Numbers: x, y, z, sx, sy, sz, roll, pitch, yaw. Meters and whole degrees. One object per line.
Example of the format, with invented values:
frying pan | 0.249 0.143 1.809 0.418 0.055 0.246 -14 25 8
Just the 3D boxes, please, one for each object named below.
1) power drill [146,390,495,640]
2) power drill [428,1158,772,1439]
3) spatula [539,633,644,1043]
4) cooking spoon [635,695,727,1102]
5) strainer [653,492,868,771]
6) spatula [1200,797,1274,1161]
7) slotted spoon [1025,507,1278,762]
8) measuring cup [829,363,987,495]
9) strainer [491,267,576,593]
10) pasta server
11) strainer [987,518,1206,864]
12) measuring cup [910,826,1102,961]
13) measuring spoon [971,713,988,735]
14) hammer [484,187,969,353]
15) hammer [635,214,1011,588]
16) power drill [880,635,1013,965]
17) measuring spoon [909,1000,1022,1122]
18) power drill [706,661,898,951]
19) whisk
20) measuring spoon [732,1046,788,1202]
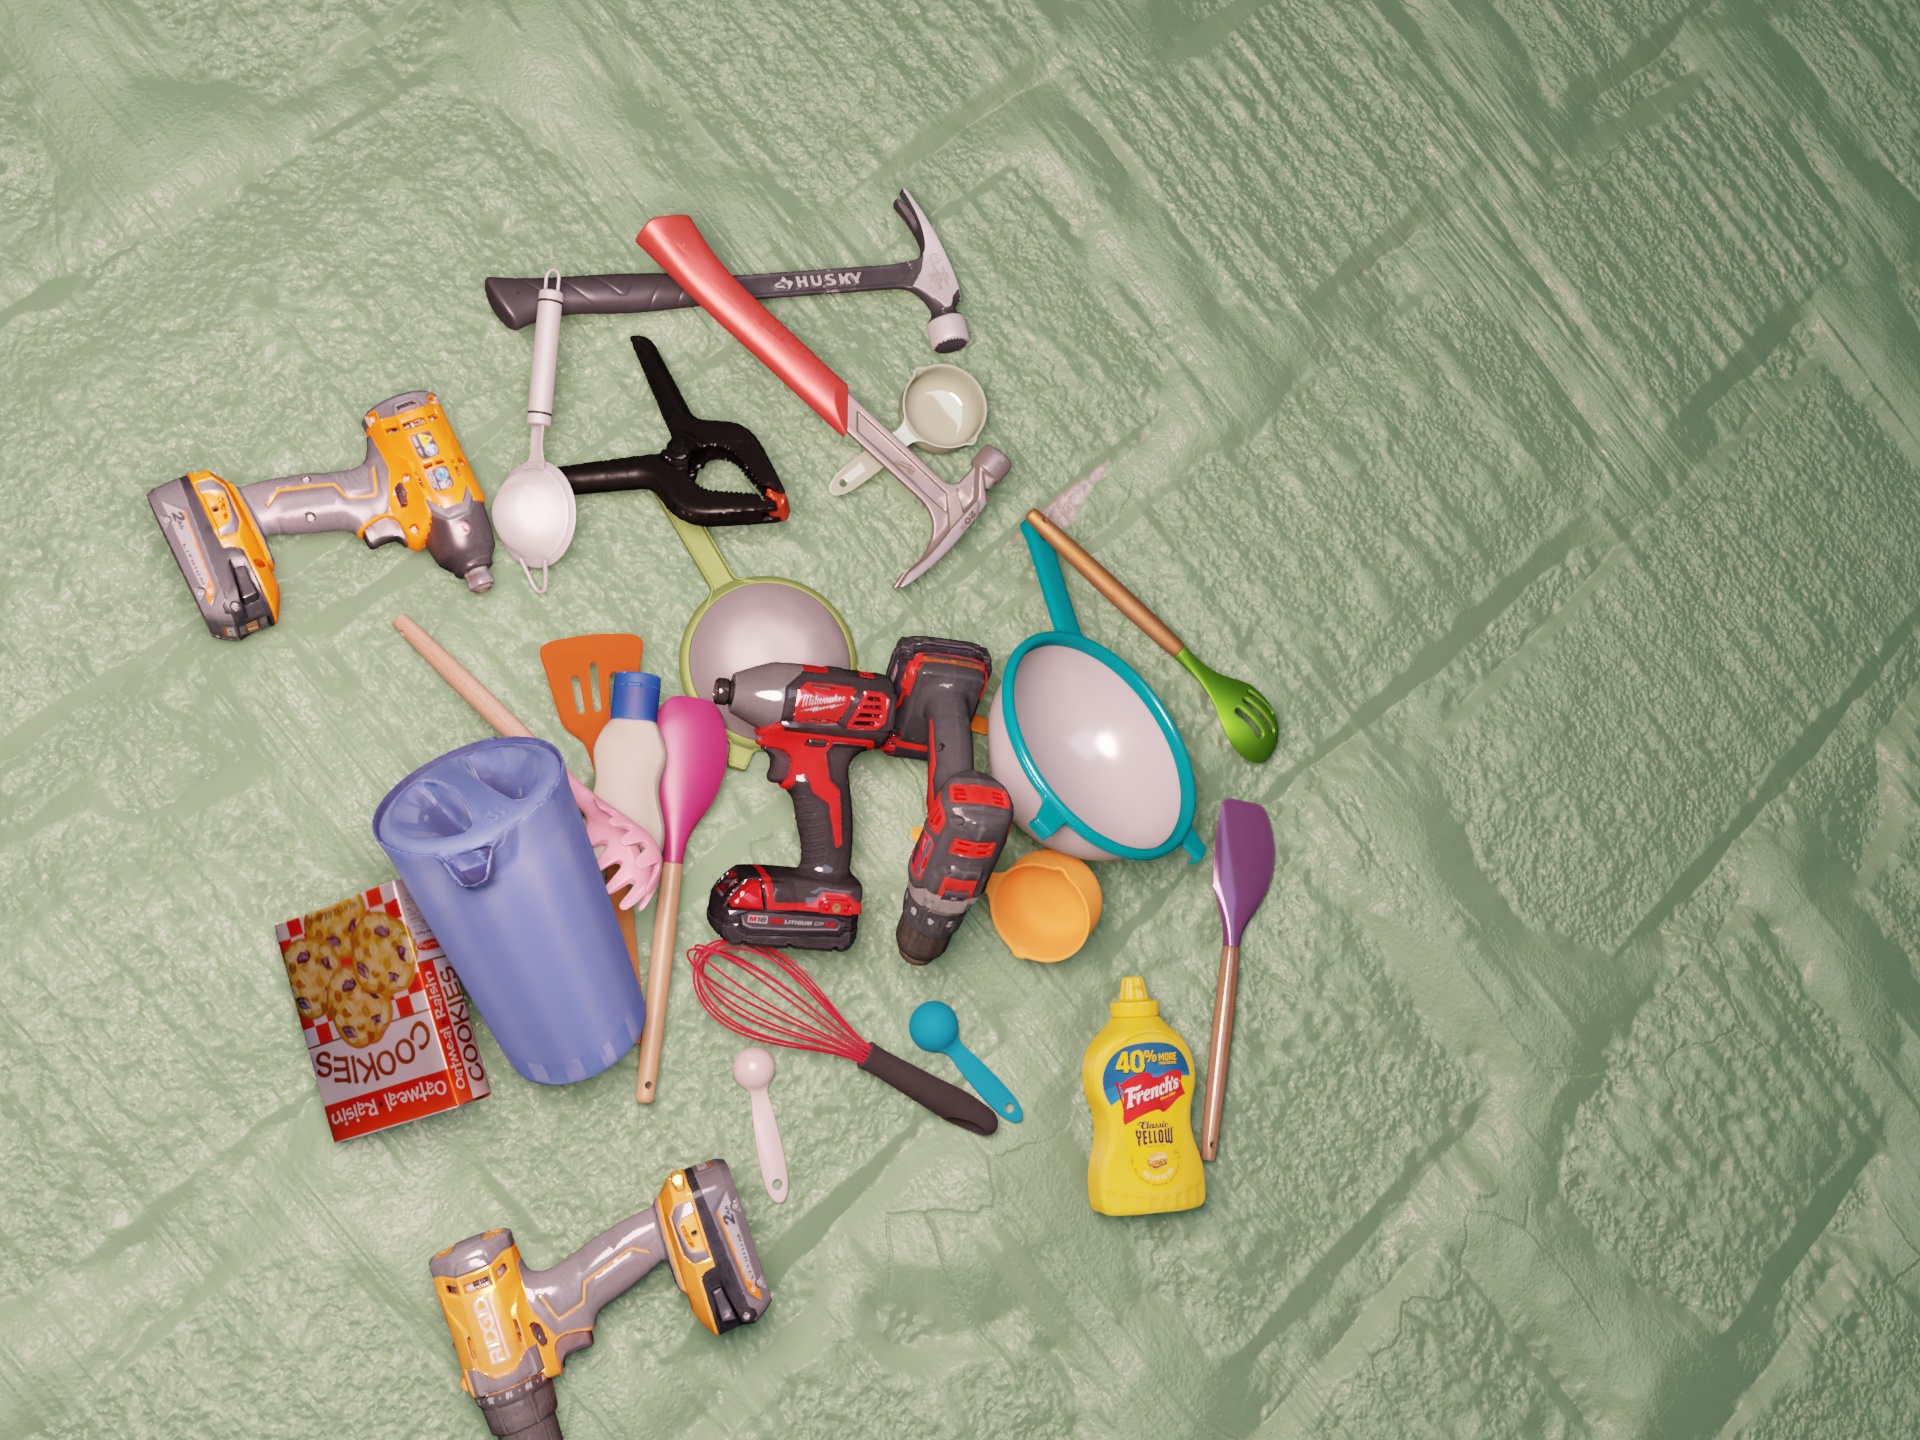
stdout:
power drill | -0.477 -0.144 1.222 0.226 0.084 0.164 -26 88 -23
power drill | -0.257 0.443 1.177 0.226 0.084 0.185 -18 86 -15
spatula | -0.274 0.093 1.256 0.081 0.041 0.323 -6 83 -18
cooking spoon | -0.229 0.138 1.251 0.068 0.017 0.319 9 81 -22
strainer | -0.179 -0.098 1.305 0.151 0.069 0.256 -31 91 -19
spatula | 0.237 0.225 1.395 0.059 0.018 0.316 13 75 -15
slotted spoon | 0.175 -0.078 1.413 0.313 0.031 0.070 42 52 -9
measuring cup | -0.051 -0.244 1.391 0.167 0.038 0.083 -39 94 -14
strainer | -0.338 -0.232 1.265 0.087 0.050 0.258 5 89 29
pasta server | -0.332 0.024 1.207 0.316 0.060 0.040 41 43 15
strainer | 0.078 -0.017 1.361 0.210 0.095 0.341 12 52 -39
measuring cup | 0.040 0.130 1.336 0.174 0.095 0.052 31 27 15
measuring spoon | -0.002 -0.004 1.371 0.117 0.011 0.021 20 75 -12
hammer | -0.194 -0.374 1.357 0.409 0.036 0.149 -10 81 -22
hammer | -0.130 -0.277 1.328 0.359 0.037 0.149 41 81 -13
power drill | -0.020 0.064 1.263 0.080 0.187 0.227 7 42 -16
measuring spoon | 0.009 0.284 1.313 0.042 0.021 0.128 -43 92 -19
power drill | -0.134 0.064 1.251 0.143 0.078 0.219 7 94 -18
whisk | -0.092 0.258 1.272 0.295 0.073 0.073 33 72 -14
measuring spoon | -0.154 0.321 1.261 0.034 0.018 0.124 -10 84 -18
